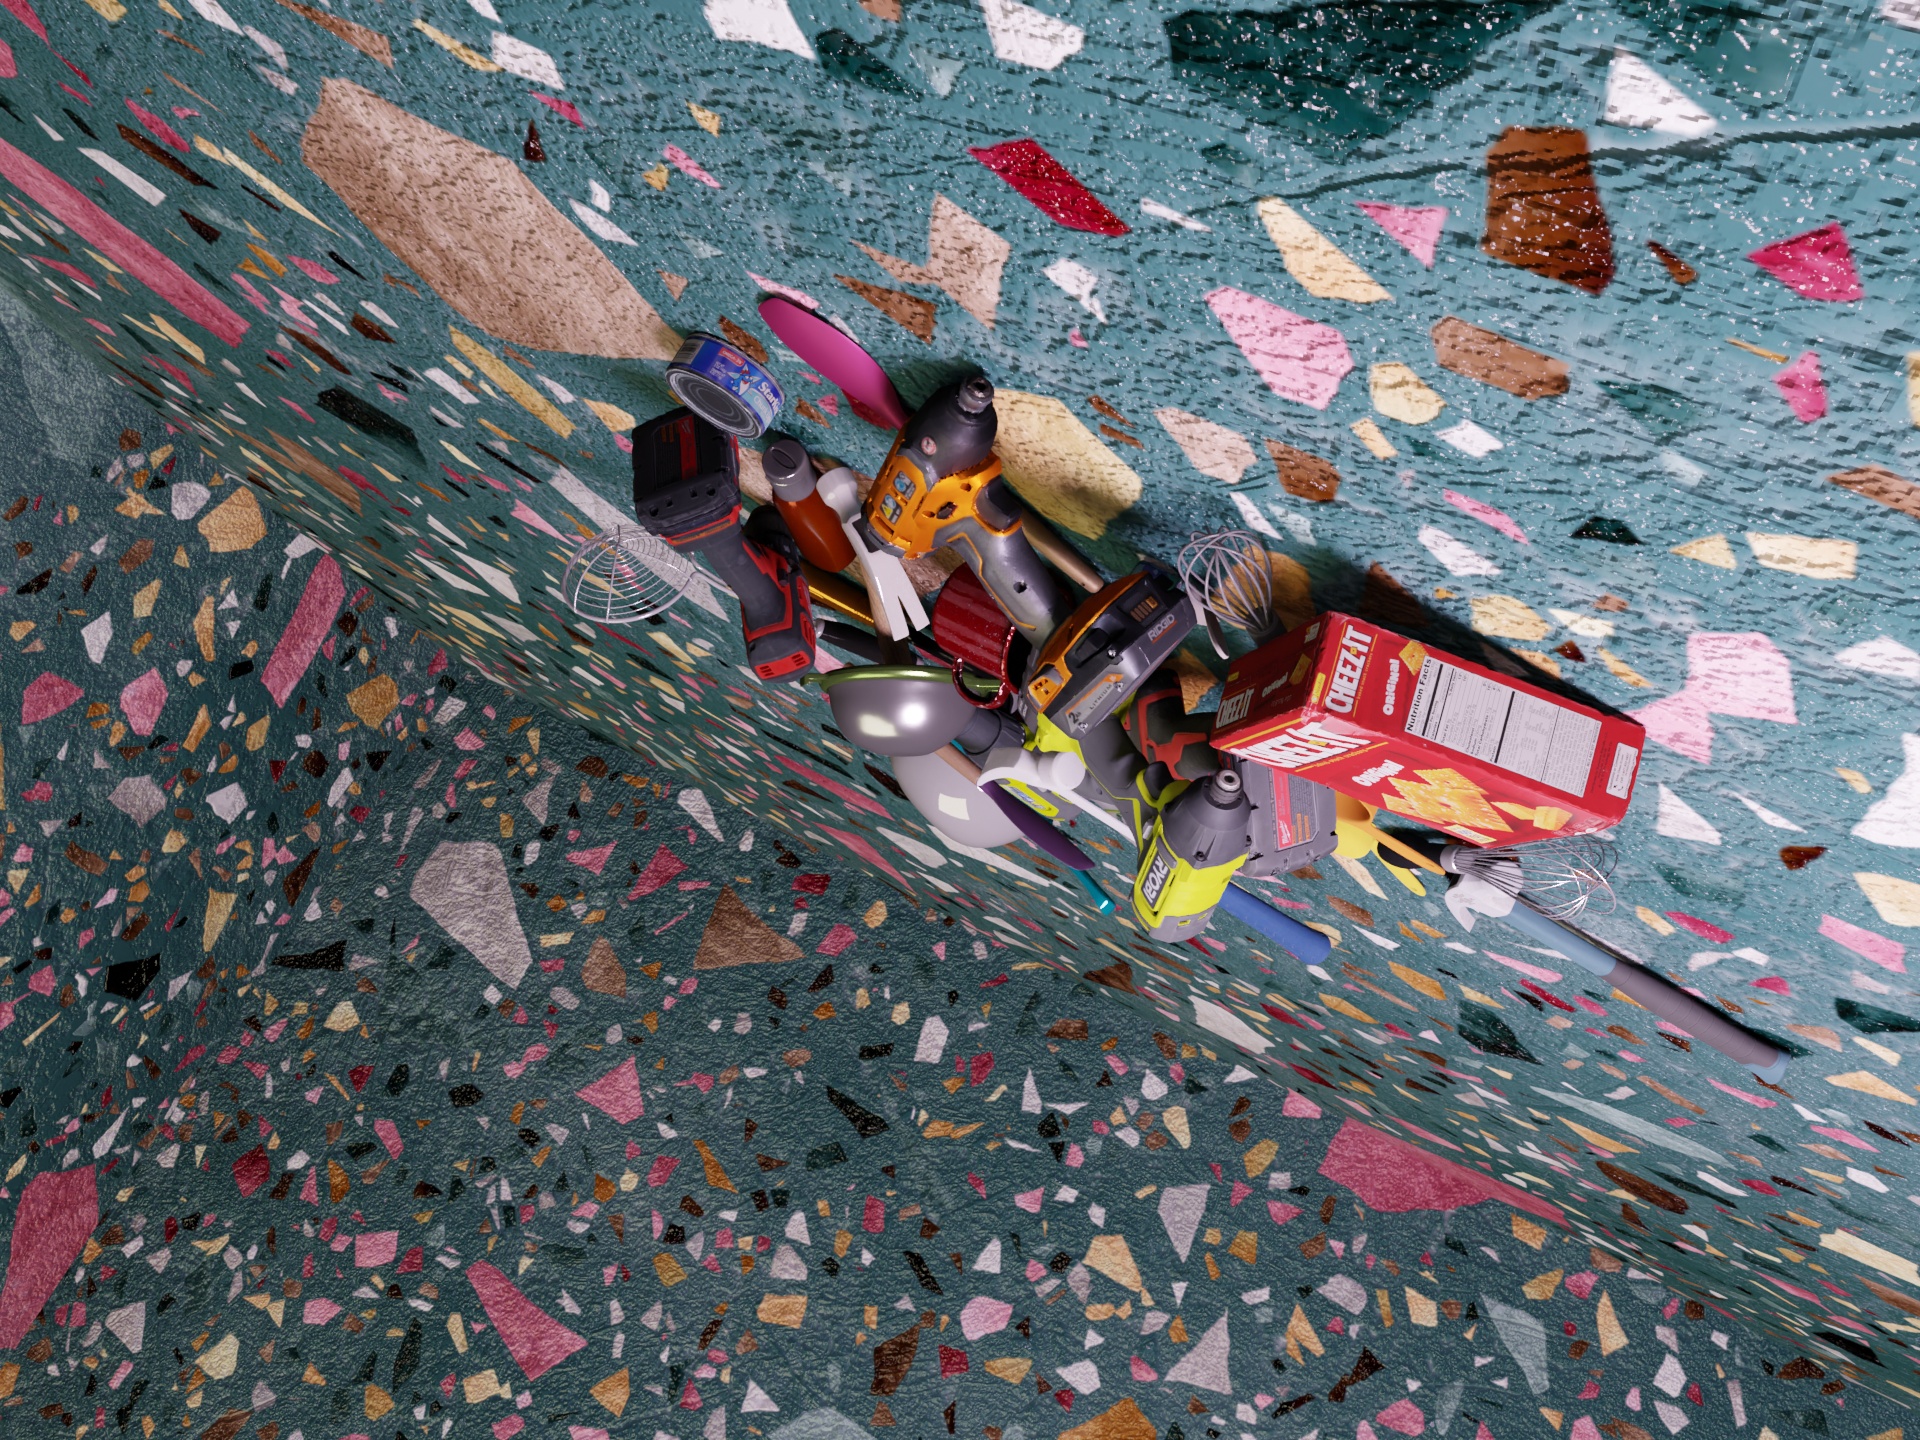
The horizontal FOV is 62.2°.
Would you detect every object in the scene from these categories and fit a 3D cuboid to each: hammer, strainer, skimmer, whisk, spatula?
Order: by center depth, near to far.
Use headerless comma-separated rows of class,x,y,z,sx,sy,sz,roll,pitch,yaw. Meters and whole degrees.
whisk,0.198,-0.063,1.056,0.055,0.055,0.238,21,167,34
whisk,0.407,0.112,1.238,0.070,0.070,0.285,33,171,-14
hammer,0.555,0.214,1.338,0.331,0.033,0.128,31,166,-3
hammer,-0.062,-0.087,1.367,0.130,0.031,0.331,61,173,19
strainer,-0.002,-0.004,1.371,0.256,0.069,0.151,-1,170,25
hammer,0.186,0.123,1.425,0.405,0.035,0.144,32,164,-30
spatula,0.000,0.039,1.462,0.316,0.018,0.059,40,-160,25
hammer,-0.088,-0.105,1.521,0.337,0.034,0.127,28,167,7
skimmer,-0.208,-0.097,1.574,0.363,0.127,0.090,22,130,-28
strainer,0.029,0.106,1.657,0.341,0.095,0.210,48,-174,34

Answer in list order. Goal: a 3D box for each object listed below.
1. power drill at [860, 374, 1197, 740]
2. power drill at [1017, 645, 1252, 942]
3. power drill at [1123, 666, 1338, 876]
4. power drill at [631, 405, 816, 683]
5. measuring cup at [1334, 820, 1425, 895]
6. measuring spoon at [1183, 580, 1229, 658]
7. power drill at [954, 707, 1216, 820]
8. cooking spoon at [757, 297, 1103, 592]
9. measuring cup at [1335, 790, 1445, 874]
power drill,0.041,-0.111,1.028,0.226,0.084,0.164,46,148,7
power drill,0.131,0.028,1.158,0.223,0.080,0.171,60,155,31
power drill,0.189,0.042,1.218,0.220,0.078,0.143,21,121,63
power drill,-0.187,-0.161,1.323,0.080,0.188,0.226,-18,140,9
measuring cup,0.366,0.126,1.416,0.156,0.029,0.062,40,163,-30
measuring spoon,0.161,-0.062,1.054,0.034,0.018,0.124,52,-165,-16
power drill,0.107,0.040,1.484,0.229,0.080,0.190,6,157,47
cooking spoon,-0.013,-0.185,1.105,0.318,0.017,0.069,37,164,-25
measuring cup,0.319,0.058,1.228,0.173,0.052,0.095,32,166,-17
